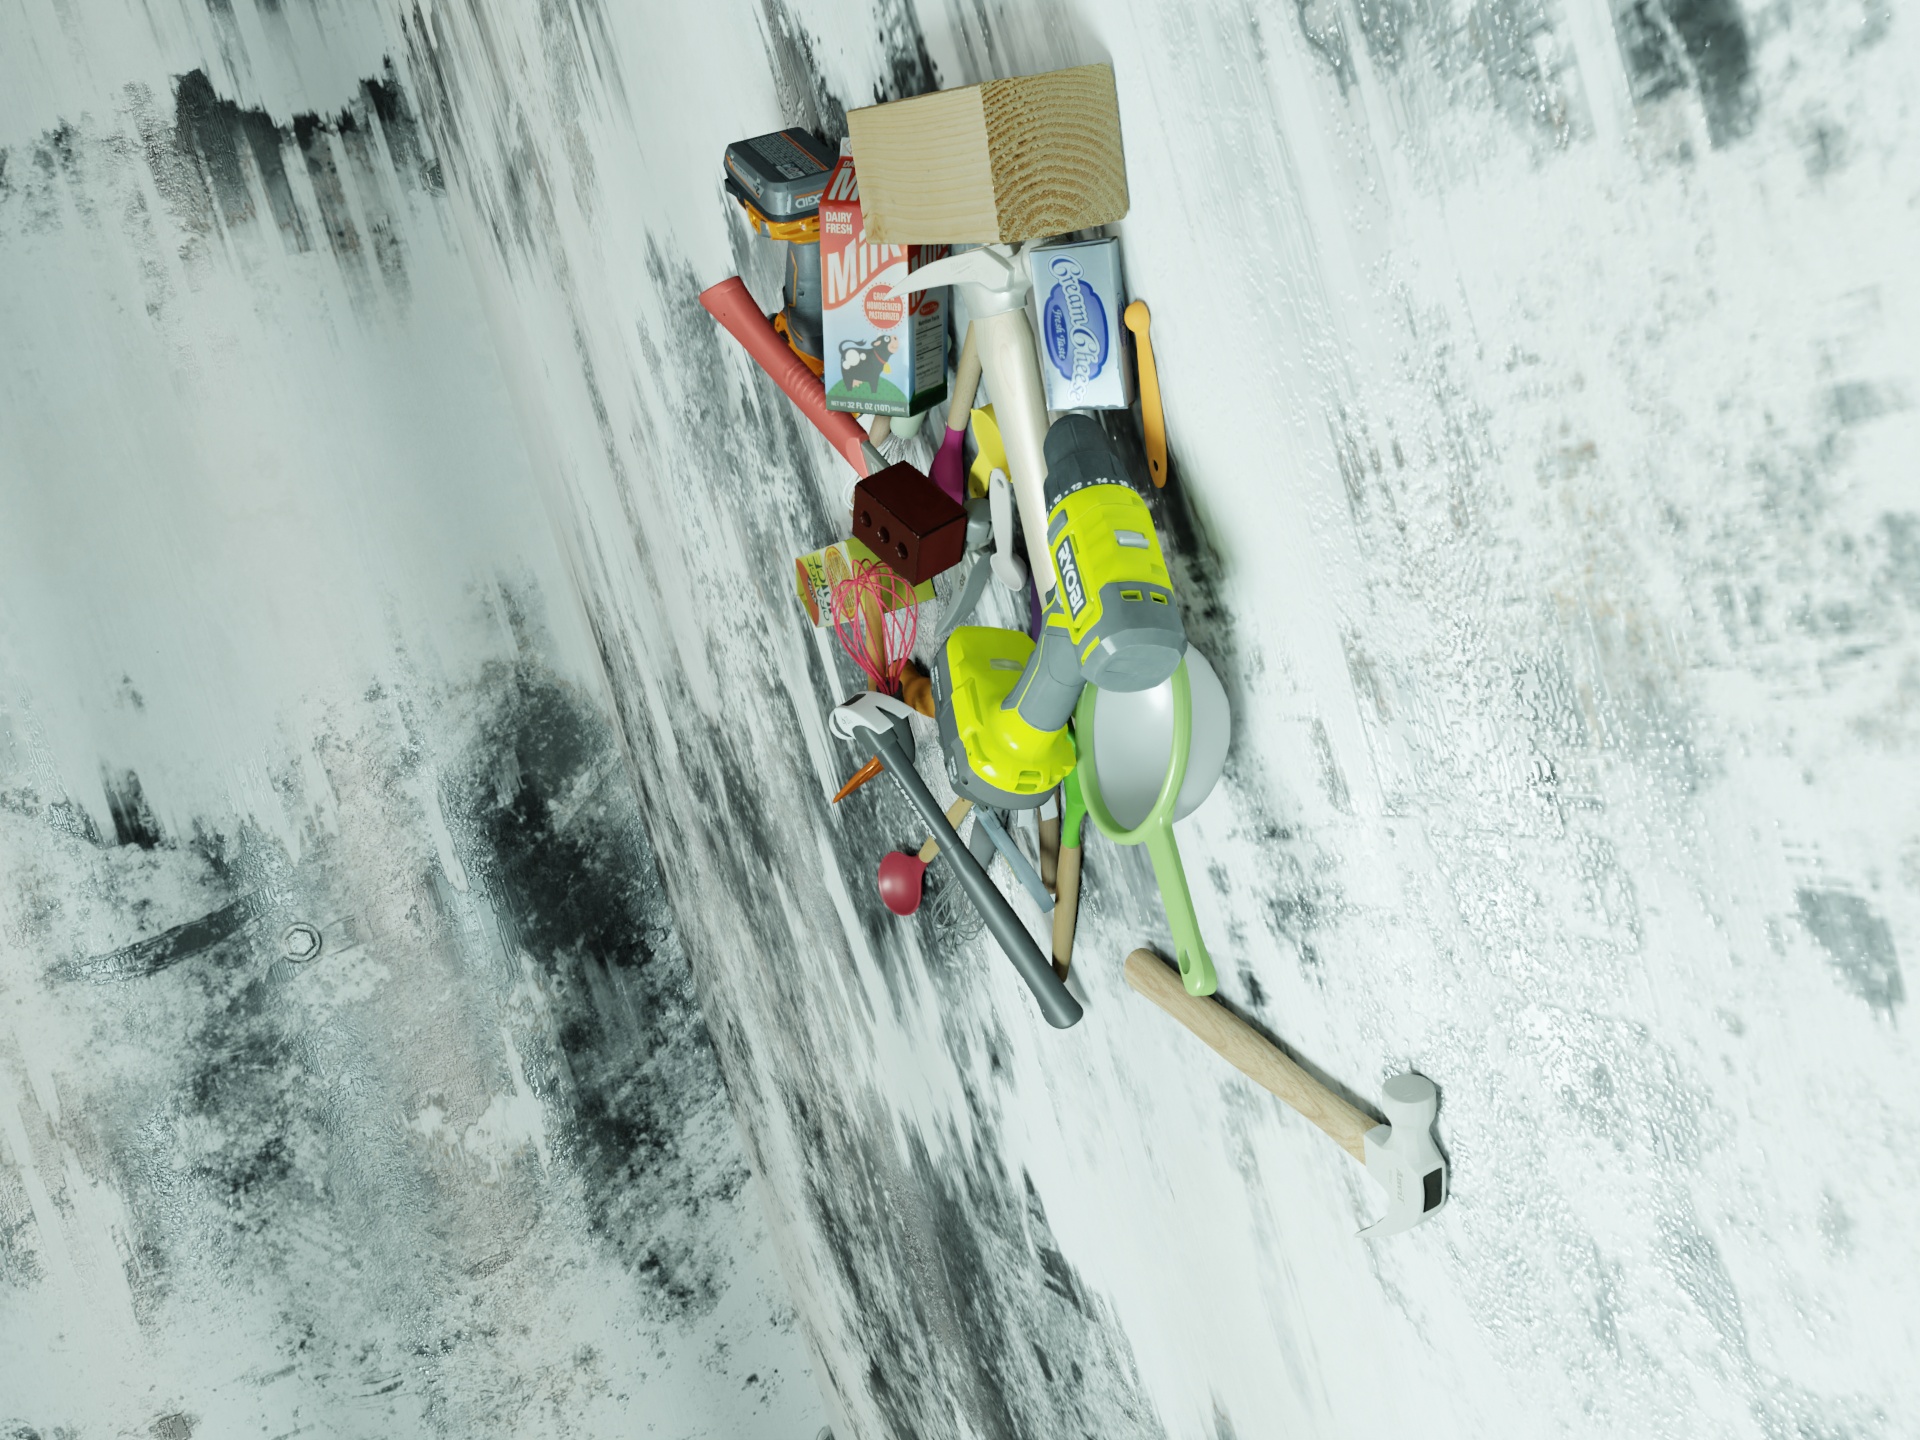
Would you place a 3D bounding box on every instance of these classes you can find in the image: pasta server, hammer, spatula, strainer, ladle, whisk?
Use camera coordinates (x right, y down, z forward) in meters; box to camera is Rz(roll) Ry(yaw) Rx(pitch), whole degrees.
[{"bbox_3d":[-0.074,-0.260,1.371,0.316,0.040,0.060,118,143,-63],"label":"pasta server"},{"bbox_3d":[0.208,0.236,1.082,0.331,0.031,0.130,31,135,60],"label":"hammer"},{"bbox_3d":[0.056,-0.122,1.111,0.146,0.038,0.410,0,112,43],"label":"hammer"},{"bbox_3d":[0.003,0.119,1.343,0.334,0.035,0.146,56,163,-5],"label":"hammer"},{"bbox_3d":[-0.002,-0.004,1.362,0.337,0.034,0.127,-155,51,-69],"label":"hammer"},{"bbox_3d":[-0.100,-0.235,1.316,0.359,0.037,0.149,49,149,18],"label":"hammer"},{"bbox_3d":[-0.082,-0.027,1.449,0.041,0.081,0.322,40,150,27],"label":"spatula"},{"bbox_3d":[0.141,0.050,0.990,0.151,0.069,0.257,121,145,-52],"label":"strainer"},{"bbox_3d":[-0.030,0.126,1.588,0.069,0.031,0.315,63,156,15],"label":"ladle"},{"bbox_3d":[0.011,0.138,1.472,0.055,0.055,0.238,59,152,30],"label":"whisk"},{"bbox_3d":[-0.063,-0.040,1.366,0.073,0.073,0.295,59,167,31],"label":"whisk"},{"bbox_3d":[0.068,0.011,1.264,0.060,0.018,0.315,-118,21,-55],"label":"spatula"},{"bbox_3d":[-0.049,-0.239,1.319,0.246,0.059,0.058,120,156,-57],"label":"whisk"}]

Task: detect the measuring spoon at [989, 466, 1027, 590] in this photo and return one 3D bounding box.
[{"bbox_3d":[0.037,-0.146,1.191,0.034,0.018,0.124,38,154,29],"label":"measuring spoon"}]

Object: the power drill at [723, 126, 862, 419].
[{"bbox_3d":[-0.144,-0.388,1.385,0.164,0.084,0.226,51,155,43],"label":"power drill"}]

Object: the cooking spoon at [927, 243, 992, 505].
[{"bbox_3d":[0.001,-0.245,1.218,0.318,0.017,0.069,108,149,-55],"label":"cooking spoon"}]

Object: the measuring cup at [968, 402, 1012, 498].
[{"bbox_3d":[0.028,-0.196,1.199,0.062,0.029,0.156,61,170,5],"label":"measuring cup"}]

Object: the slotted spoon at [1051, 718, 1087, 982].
[{"bbox_3d":[0.088,0.114,1.289,0.070,0.031,0.313,53,154,40],"label":"slotted spoon"}]

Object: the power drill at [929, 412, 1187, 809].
[{"bbox_3d":[0.057,-0.065,1.026,0.228,0.080,0.191,123,143,-49],"label":"power drill"}]

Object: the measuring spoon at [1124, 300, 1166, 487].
[{"bbox_3d":[0.114,-0.201,0.988,0.021,0.011,0.116,30,134,60],"label":"measuring spoon"}]
